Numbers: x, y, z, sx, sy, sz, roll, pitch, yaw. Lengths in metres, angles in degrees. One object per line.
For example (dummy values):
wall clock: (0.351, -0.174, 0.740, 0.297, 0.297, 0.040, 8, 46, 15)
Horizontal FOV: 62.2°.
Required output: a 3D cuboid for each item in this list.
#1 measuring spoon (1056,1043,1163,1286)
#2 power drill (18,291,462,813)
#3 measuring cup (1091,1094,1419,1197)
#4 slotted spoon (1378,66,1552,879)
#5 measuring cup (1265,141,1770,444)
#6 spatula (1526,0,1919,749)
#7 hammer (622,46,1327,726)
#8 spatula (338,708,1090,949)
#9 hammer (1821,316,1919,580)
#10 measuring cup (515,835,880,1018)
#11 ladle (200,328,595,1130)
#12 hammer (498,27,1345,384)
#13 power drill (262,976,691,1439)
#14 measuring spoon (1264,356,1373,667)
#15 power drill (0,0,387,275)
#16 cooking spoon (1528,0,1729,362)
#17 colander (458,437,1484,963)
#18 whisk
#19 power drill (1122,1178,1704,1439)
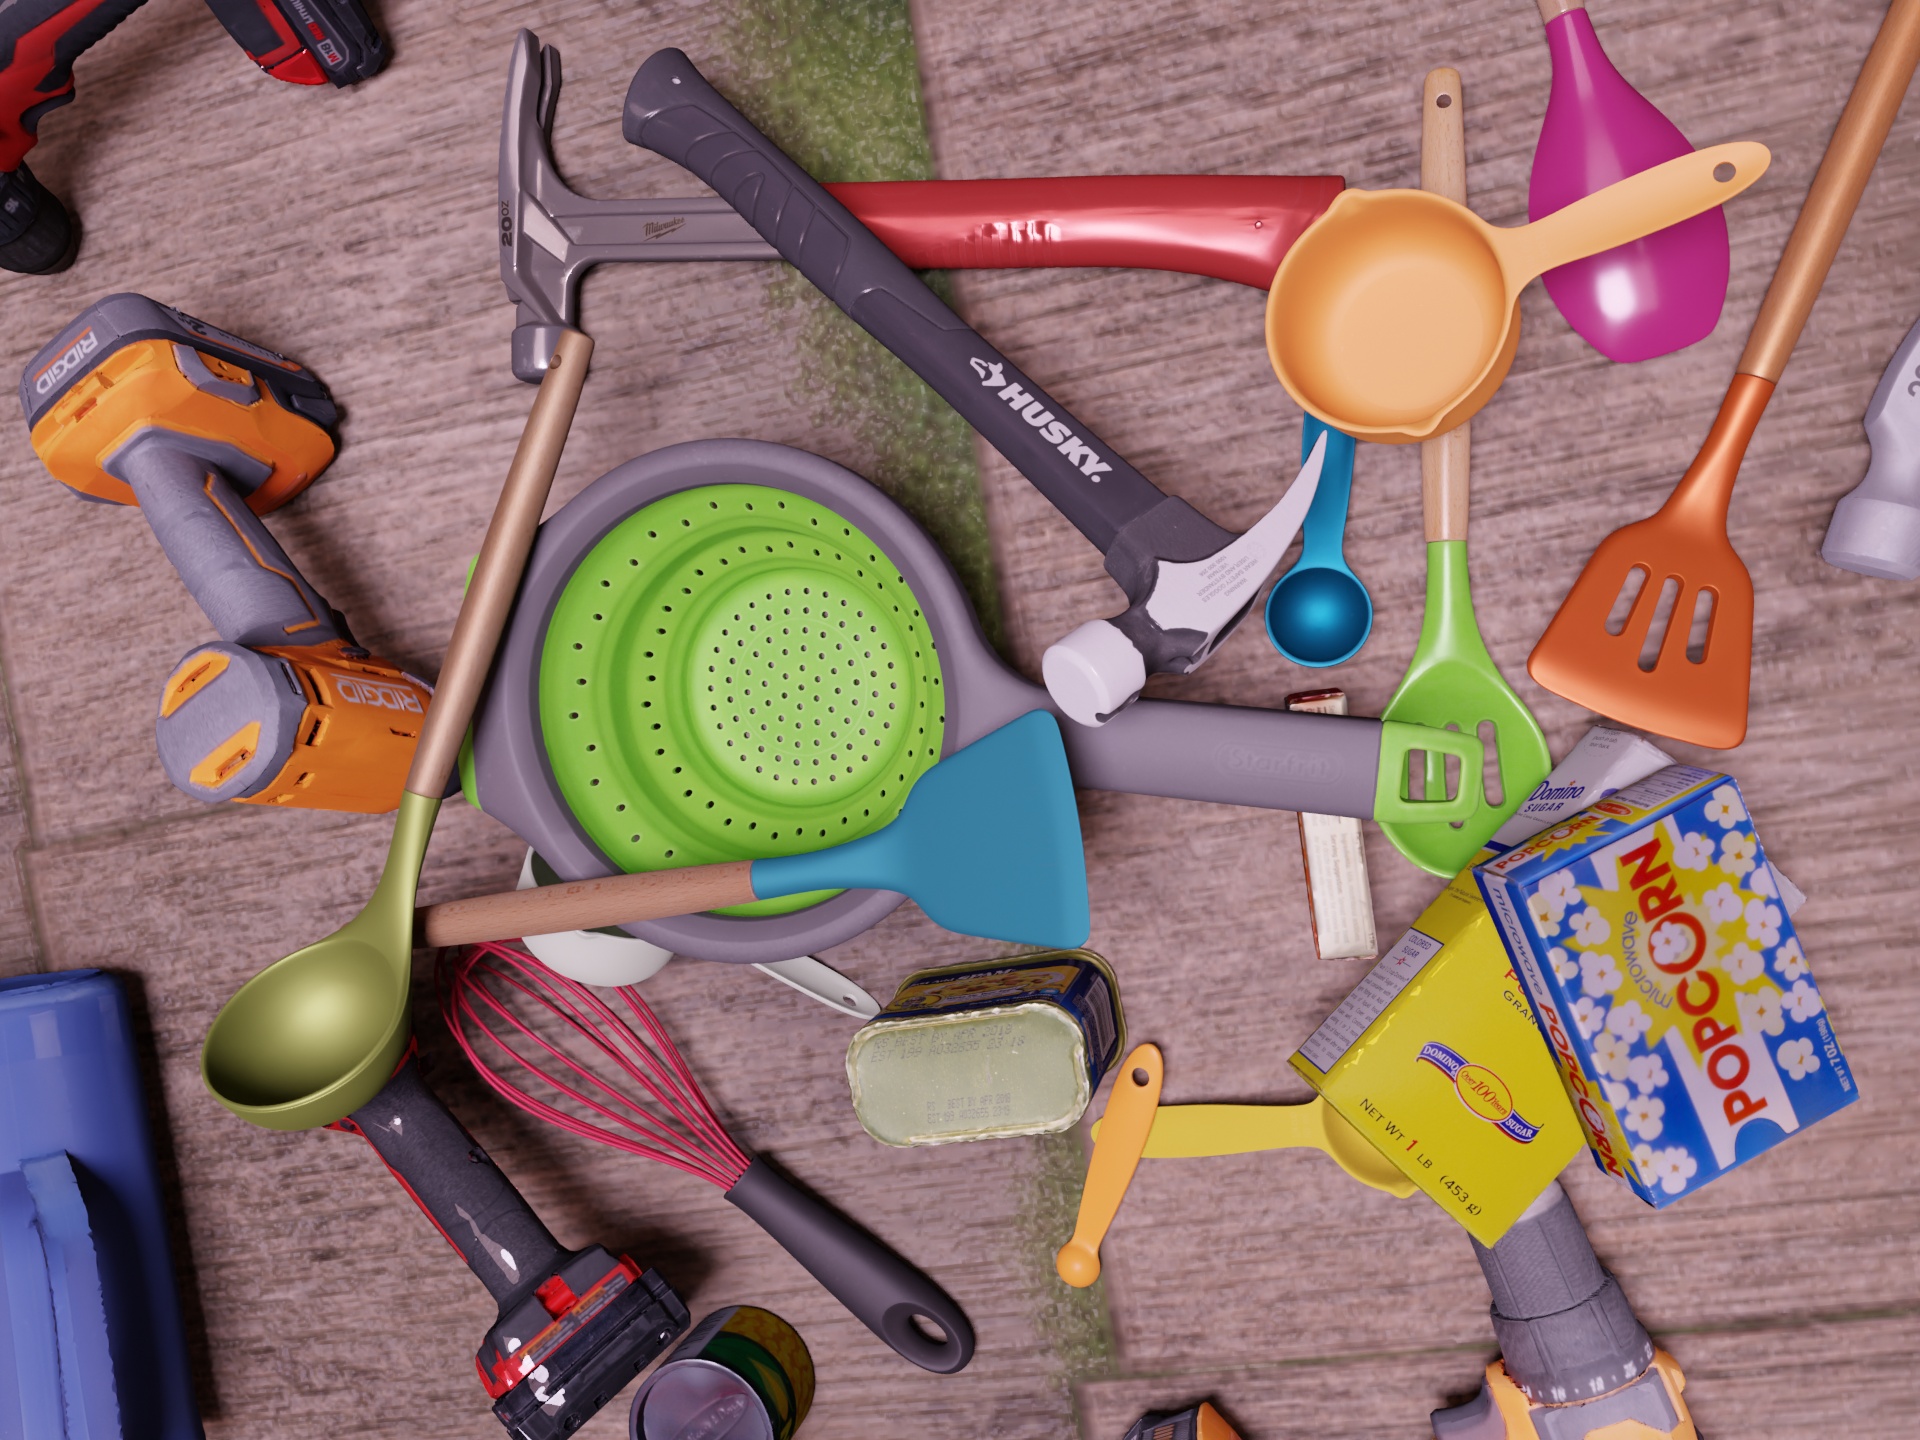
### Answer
measuring spoon: (0.062, 0.189, 0.672, 0.021, 0.011, 0.117, 22, 105, 24)
power drill: (-0.292, -0.059, 0.687, 0.084, 0.164, 0.227, -35, 73, 13)
measuring cup: (0.130, 0.164, 0.659, 0.156, 0.029, 0.062, -10, 91, 26)
slotted spoon: (0.192, -0.096, 0.622, 0.070, 0.031, 0.314, -1, 91, 11)
measuring cup: (0.199, -0.160, 0.576, 0.173, 0.052, 0.095, -19, 82, 23)
spatula: (0.305, -0.149, 0.584, 0.081, 0.041, 0.322, 22, 97, 12)
hammer: (-0.011, -0.151, 0.602, 0.146, 0.035, 0.335, -36, 71, -26)
spatula: (-0.104, 0.062, 0.597, 0.317, 0.044, 0.082, -10, 85, 16)
hammer: (0.526, -0.068, 0.538, 0.405, 0.035, 0.144, 18, 98, 12)
measuring cup: (-0.116, 0.102, 0.696, 0.167, 0.083, 0.038, 27, 117, -6)
ladle: (-0.204, 0.001, 0.602, 0.078, 0.062, 0.320, 19, 90, 32)
hammer: (-0.024, -0.216, 0.661, 0.359, 0.036, 0.149, 3, 94, 14)
power drill: (-0.221, 0.205, 0.692, 0.078, 0.143, 0.220, -37, 83, -29)
measuring spoon: (0.147, -0.084, 0.642, 0.042, 0.021, 0.128, 4, 85, 14)
power drill: (-0.374, -0.283, 0.690, 0.226, 0.188, 0.080, -28, 82, -5)
cooking spoon: (0.222, -0.292, 0.605, 0.069, 0.017, 0.319, -17, 90, 13)
colander: (-0.001, -0.002, 0.637, 0.397, 0.094, 0.204, 6, 97, 13)
whisk: (-0.112, 0.189, 0.700, 0.296, 0.073, 0.073, 38, 101, 2)
power drill: (0.172, 0.291, 0.626, 0.226, 0.084, 0.185, -22, 86, 10)
